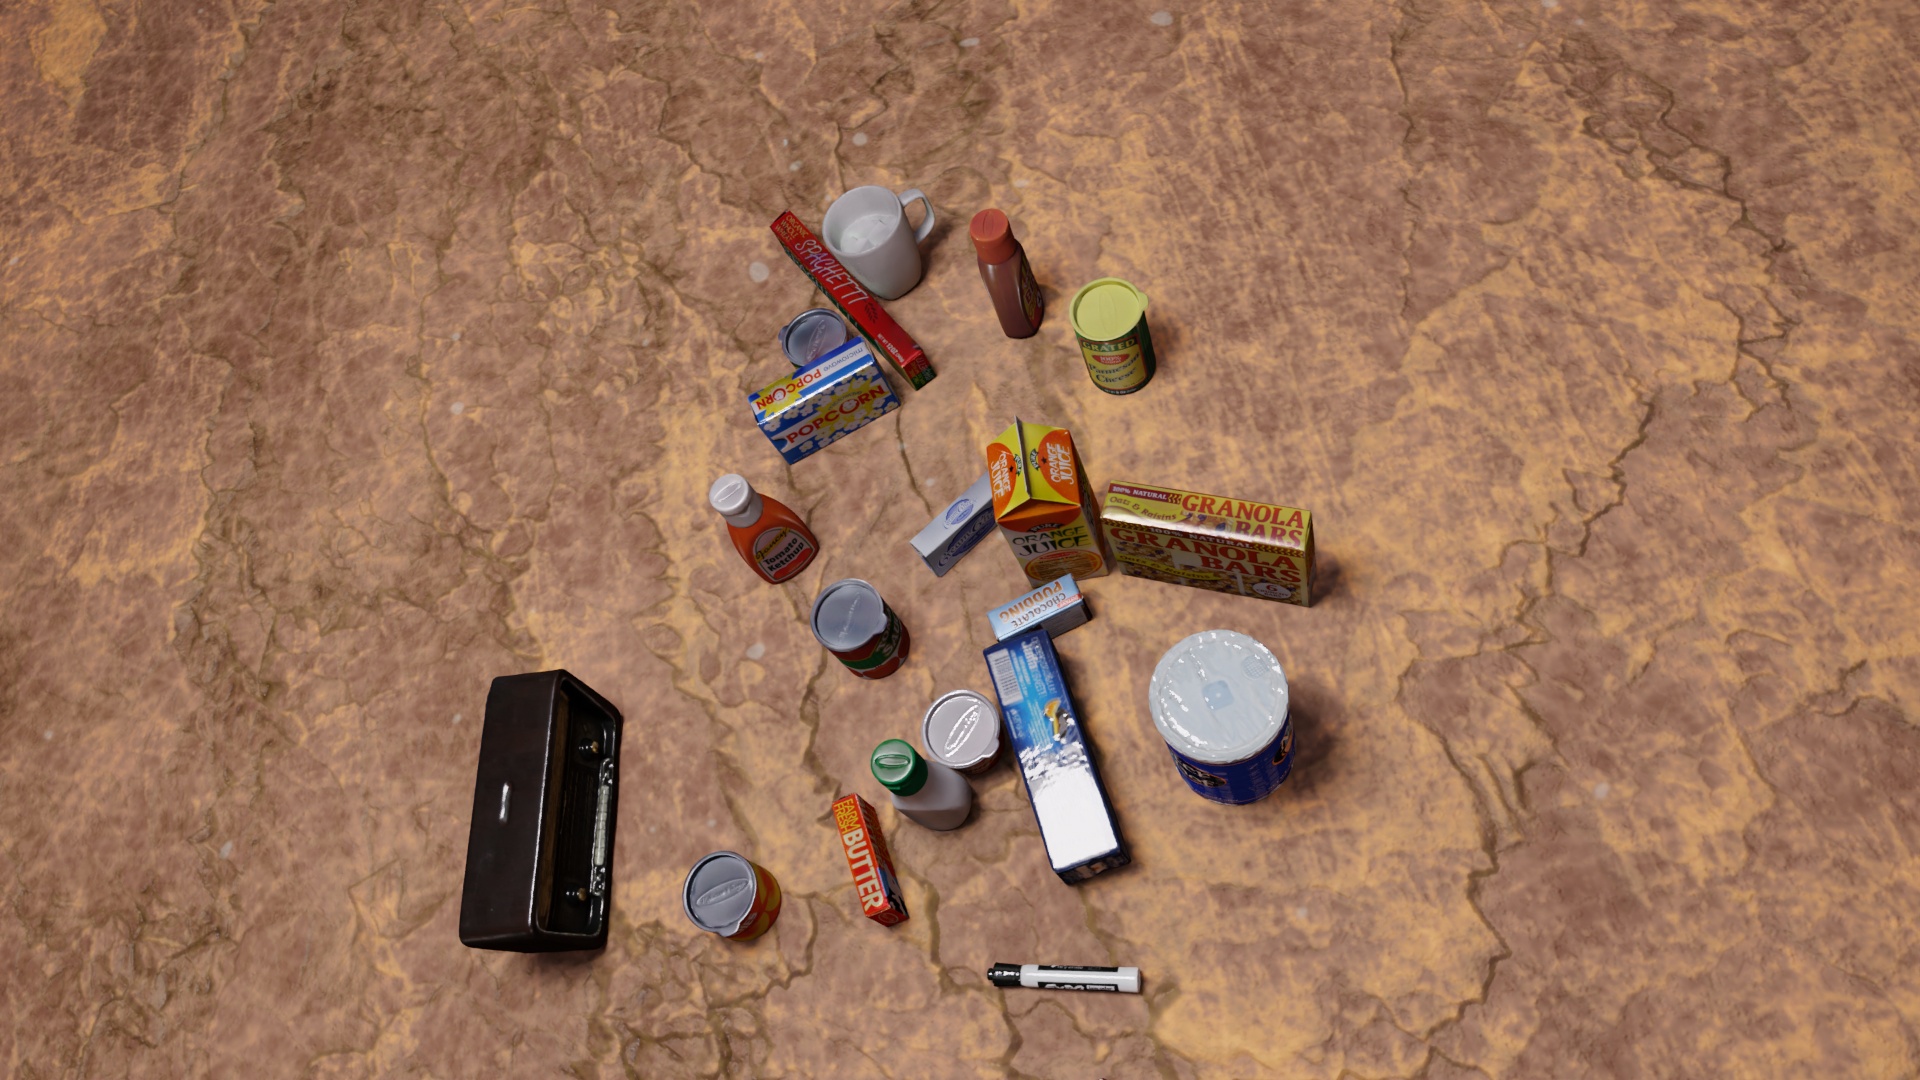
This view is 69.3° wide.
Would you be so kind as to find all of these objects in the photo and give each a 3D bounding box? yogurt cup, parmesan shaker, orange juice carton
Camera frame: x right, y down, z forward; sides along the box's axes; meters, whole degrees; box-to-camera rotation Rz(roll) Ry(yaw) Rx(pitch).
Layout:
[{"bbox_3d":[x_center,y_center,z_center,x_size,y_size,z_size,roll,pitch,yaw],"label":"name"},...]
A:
[{"bbox_3d":[0.006,0.166,1.177,0.072,0.053,0.072,-6,65,13],"label":"yogurt cup"},{"bbox_3d":[0.144,-0.185,1.273,0.071,0.102,0.071,-6,65,13],"label":"parmesan shaker"},{"bbox_3d":[0.071,-0.032,1.171,0.073,0.192,0.072,-11,64,11],"label":"orange juice carton"}]

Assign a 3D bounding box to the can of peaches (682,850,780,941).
[{"bbox_3d":[-0.191,0.302,1.167,0.071,0.058,0.071,-6,65,13],"label":"can of peaches"}]

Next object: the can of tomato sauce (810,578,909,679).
[{"bbox_3d":[-0.085,0.080,1.226,0.071,0.083,0.071,-6,65,13],"label":"can of tomato sauce"}]

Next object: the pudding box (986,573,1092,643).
[{"bbox_3d":[0.069,0.066,1.208,0.084,0.049,0.030,-26,62,3],"label":"pudding box"}]

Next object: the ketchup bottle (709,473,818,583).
[{"bbox_3d":[-0.182,-0.013,1.259,0.065,0.148,0.043,-38,62,-3],"label":"ketchup bottle"}]

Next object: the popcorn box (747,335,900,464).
[{"bbox_3d":[-0.130,-0.134,1.336,0.127,0.085,0.038,-28,62,2],"label":"popcorn box"}]

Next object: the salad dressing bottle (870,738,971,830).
[{"bbox_3d":[-0.033,0.197,1.120,0.064,0.147,0.044,-2,66,15],"label":"salad dressing bottle"}]

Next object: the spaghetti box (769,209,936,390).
[{"bbox_3d":[-0.111,-0.245,1.402,0.029,0.050,0.251,-40,62,-4],"label":"spaghetti box"}]

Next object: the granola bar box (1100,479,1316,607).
[{"bbox_3d":[0.209,0.003,1.155,0.165,0.124,0.039,10,70,20],"label":"granola bar box"}]

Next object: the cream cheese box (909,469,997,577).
[{"bbox_3d":[0.005,-0.016,1.261,0.104,0.053,0.024,-42,62,-6],"label":"cream cheese box"}]

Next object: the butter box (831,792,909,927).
[{"bbox_3d":[-0.075,0.265,1.154,0.024,0.053,0.104,-24,62,5],"label":"butter box"}]

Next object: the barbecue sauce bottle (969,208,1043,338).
[{"bbox_3d":[0.043,-0.254,1.307,0.043,0.148,0.065,-2,66,15],"label":"barbecue sauce bottle"}]

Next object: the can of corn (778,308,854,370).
[{"bbox_3d":[-0.138,-0.188,1.378,0.071,0.058,0.071,-6,65,13],"label":"can of corn"}]
